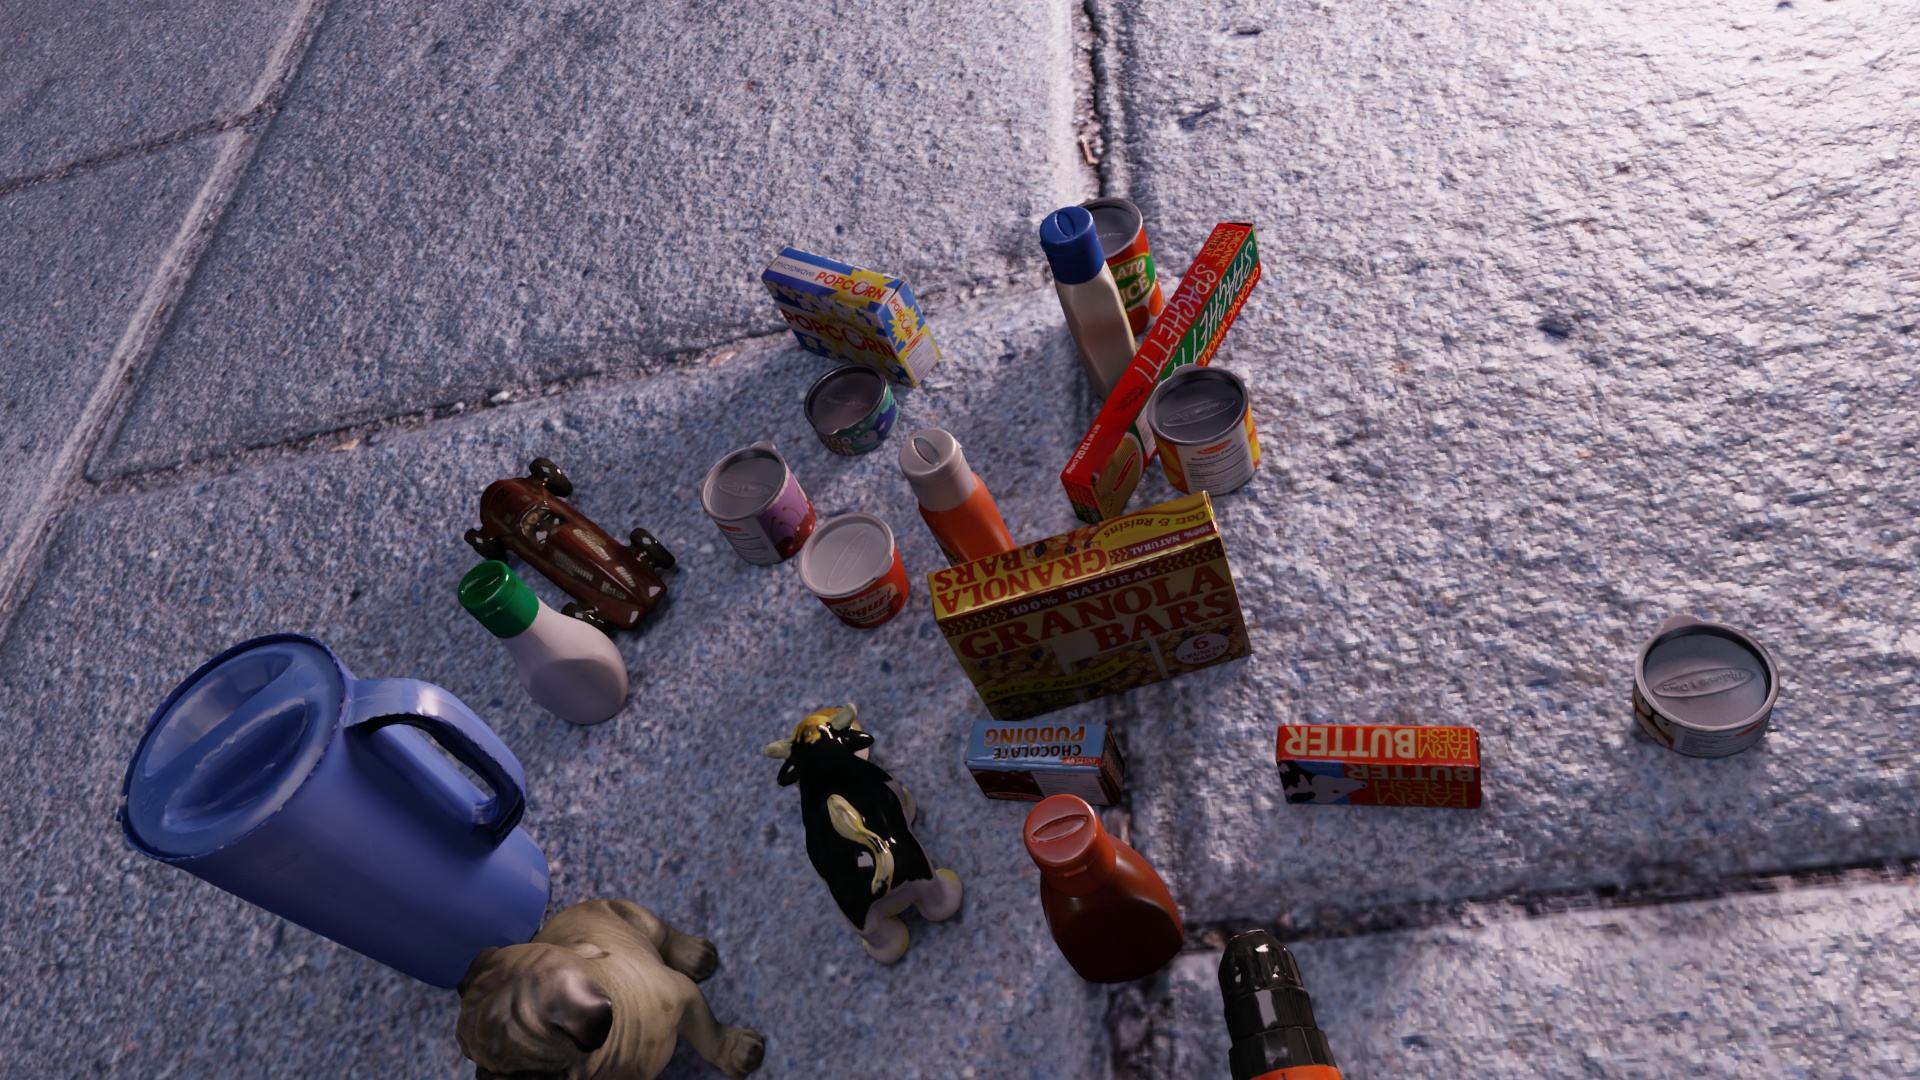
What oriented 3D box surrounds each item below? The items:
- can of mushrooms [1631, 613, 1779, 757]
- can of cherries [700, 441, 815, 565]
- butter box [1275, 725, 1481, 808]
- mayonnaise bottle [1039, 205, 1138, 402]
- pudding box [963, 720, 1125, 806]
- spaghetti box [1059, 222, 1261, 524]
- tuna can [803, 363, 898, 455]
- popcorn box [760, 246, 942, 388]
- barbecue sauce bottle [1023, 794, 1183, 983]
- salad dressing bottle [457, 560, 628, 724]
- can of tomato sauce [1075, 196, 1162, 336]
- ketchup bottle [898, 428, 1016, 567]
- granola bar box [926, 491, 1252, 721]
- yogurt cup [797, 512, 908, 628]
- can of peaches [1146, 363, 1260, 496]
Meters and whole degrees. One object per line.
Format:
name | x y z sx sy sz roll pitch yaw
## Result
can of mushrooms | 0.387 0.076 0.726 0.071 0.033 0.071 -11 51 14
can of cherries | -0.143 -0.027 0.999 0.071 0.058 0.072 -11 51 14
butter box | 0.224 0.121 0.744 0.103 0.053 0.024 -2 54 20
mayonnaise bottle | 0.091 -0.162 0.951 0.041 0.147 0.065 -23 49 4
pudding box | 0.049 0.129 0.809 0.083 0.049 0.030 -1 54 21
spaghetti box | 0.144 -0.119 0.962 0.029 0.050 0.251 17 62 31
tuna can | -0.083 -0.097 1.046 0.071 0.032 0.071 -11 51 14
popcorn box | -0.085 -0.173 1.070 0.127 0.085 0.038 23 66 34
barbecue sauce bottle | 0.069 0.177 0.700 0.065 0.148 0.044 -21 50 6
salad dressing bottle | -0.275 0.068 0.920 0.064 0.147 0.044 -26 49 2
can of tomato sauce | 0.108 -0.195 1.012 0.071 0.082 0.071 -11 51 14
ketchup bottle | 0.003 -0.011 0.869 0.043 0.148 0.065 -36 50 -7
granola bar box | 0.079 0.044 0.813 0.165 0.123 0.039 -17 50 9
yogurt cup | -0.069 0.023 0.934 0.072 0.053 0.073 -11 51 14
can of peaches | 0.160 -0.073 0.914 0.071 0.057 0.071 -11 51 14
